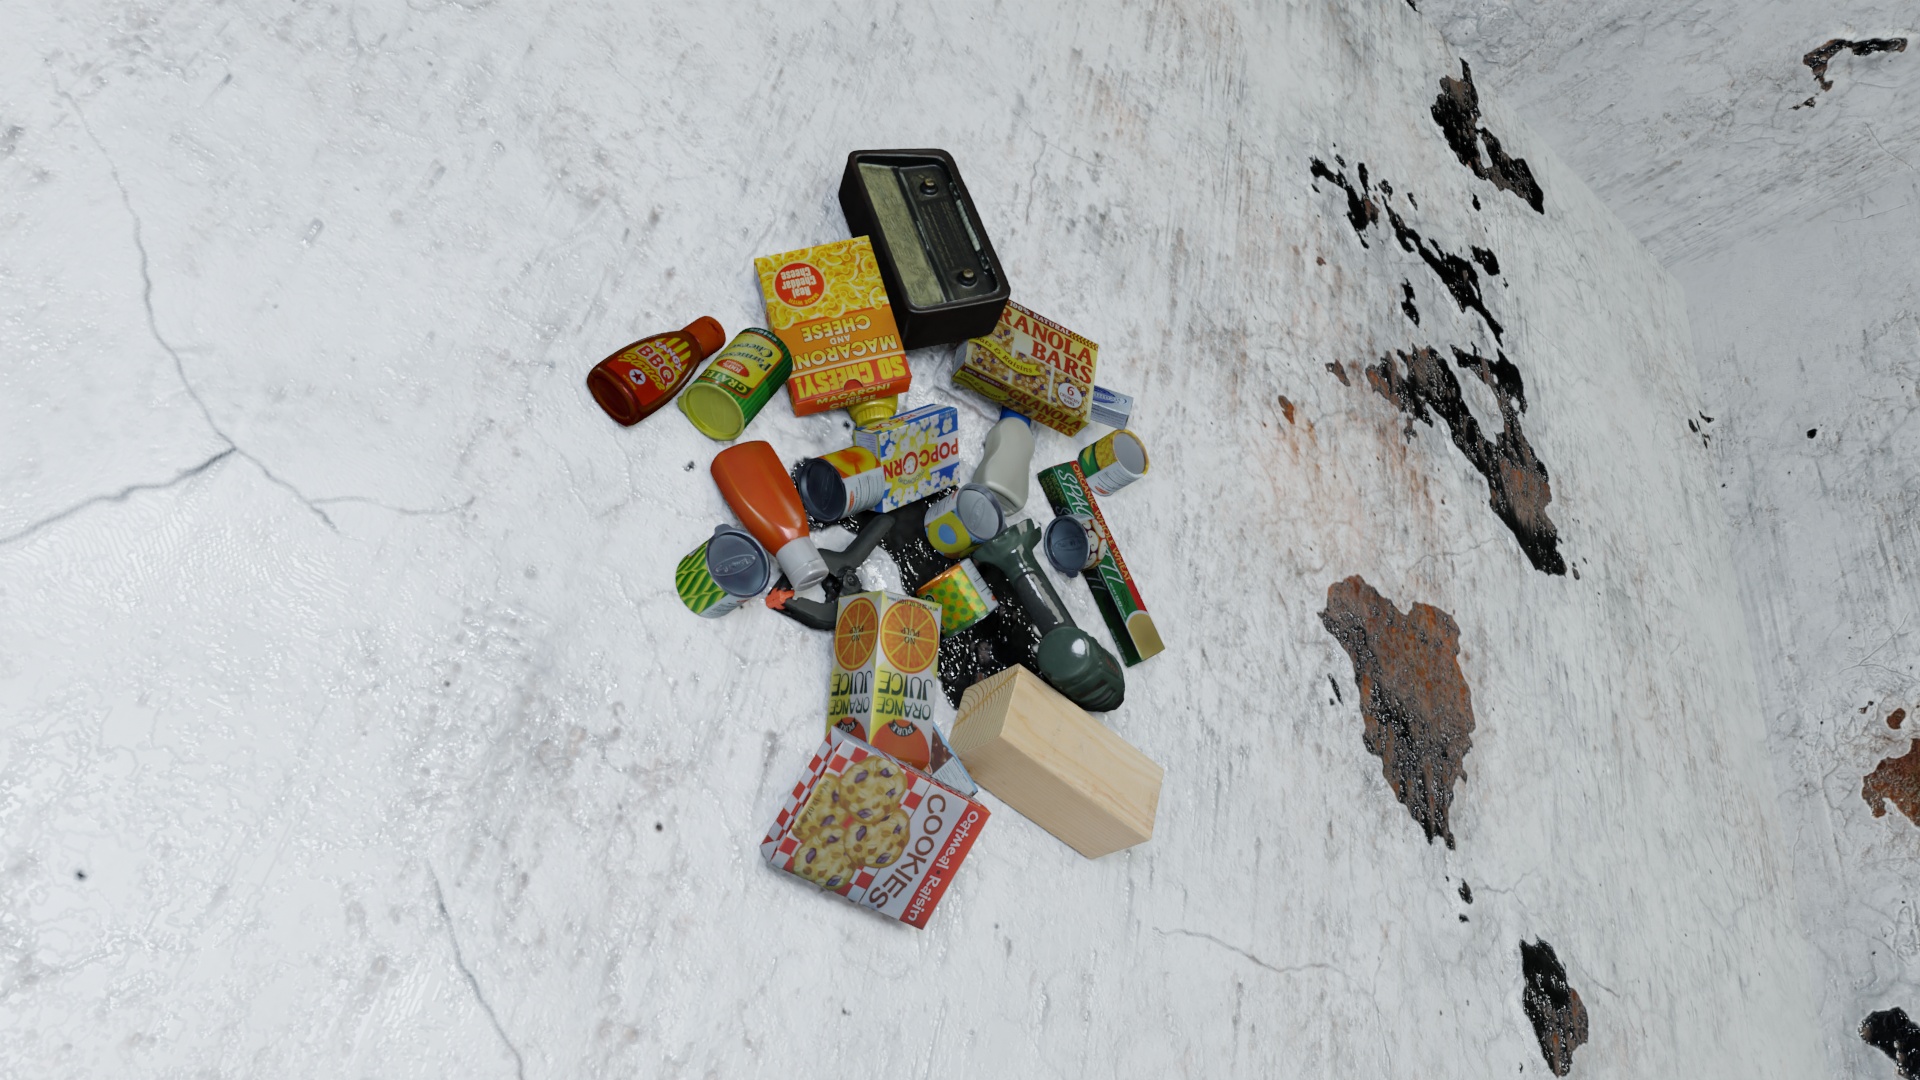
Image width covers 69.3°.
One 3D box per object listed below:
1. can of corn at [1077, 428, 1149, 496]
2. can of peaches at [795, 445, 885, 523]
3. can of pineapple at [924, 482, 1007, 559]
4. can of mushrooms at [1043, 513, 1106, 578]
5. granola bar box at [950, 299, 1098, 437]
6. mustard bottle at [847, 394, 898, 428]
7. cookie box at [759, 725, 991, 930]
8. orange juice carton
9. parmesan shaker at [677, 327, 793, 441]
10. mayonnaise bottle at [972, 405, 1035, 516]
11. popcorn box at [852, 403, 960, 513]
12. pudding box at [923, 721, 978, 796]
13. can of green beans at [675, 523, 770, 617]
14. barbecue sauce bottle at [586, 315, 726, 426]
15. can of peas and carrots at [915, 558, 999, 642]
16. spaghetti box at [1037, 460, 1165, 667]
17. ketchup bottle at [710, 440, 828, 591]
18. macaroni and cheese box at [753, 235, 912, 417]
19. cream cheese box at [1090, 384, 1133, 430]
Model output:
[{"bbox_3d":[0.184,-0.096,1.672,0.071,0.058,0.071,21,55,-34],"label":"can of corn"},{"bbox_3d":[-0.118,-0.057,1.372,0.058,0.071,0.071,-22,84,-46],"label":"can of peaches"},{"bbox_3d":[0.005,-0.018,1.467,0.071,0.057,0.071,20,56,-33],"label":"can of pineapple"},{"bbox_3d":[0.129,0.005,1.562,0.033,0.070,0.071,-11,76,-46],"label":"can of mushrooms"},{"bbox_3d":[0.075,-0.205,1.593,0.165,0.039,0.125,24,53,-20],"label":"granola bar box"},{"bbox_3d":[-0.095,-0.165,1.462,0.065,0.048,0.161,5,65,-35],"label":"mustard bottle"},{"bbox_3d":[-0.072,0.253,1.218,0.167,0.040,0.123,32,88,-26],"label":"cookie box"},{"bbox_3d":[-0.073,0.148,1.282,0.072,0.073,0.193,16,71,-37],"label":"orange juice carton"},{"bbox_3d":[-0.215,-0.153,1.336,0.071,0.071,0.103,45,45,-15],"label":"parmesan shaker"},{"bbox_3d":[0.054,-0.100,1.569,0.064,0.041,0.149,34,48,-24],"label":"mayonnaise bottle"},{"bbox_3d":[-0.054,-0.087,1.438,0.127,0.038,0.085,-24,120,-46],"label":"popcorn box"},{"bbox_3d":[-0.025,0.221,1.331,0.050,0.030,0.083,-35,93,-45],"label":"pudding box"},{"bbox_3d":[-0.213,0.030,1.243,0.071,0.057,0.071,21,56,-33],"label":"can of green beans"},{"bbox_3d":[-0.278,-0.165,1.300,0.065,0.043,0.149,49,44,-6],"label":"barbecue sauce bottle"},{"bbox_3d":[-0.005,0.060,1.412,0.071,0.070,0.058,-34,92,-47],"label":"can of peas and carrots"},{"bbox_3d":[0.162,0.024,1.608,0.050,0.028,0.250,-18,81,-47],"label":"spaghetti box"},{"bbox_3d":[-0.173,-0.023,1.295,0.065,0.043,0.149,-18,67,-37],"label":"ketchup bottle"},{"bbox_3d":[-0.132,-0.221,1.423,0.124,0.040,0.167,-14,75,-12],"label":"macaroni and cheese box"},{"bbox_3d":[0.154,-0.167,1.665,0.104,0.024,0.054,19,32,2],"label":"cream cheese box"}]
